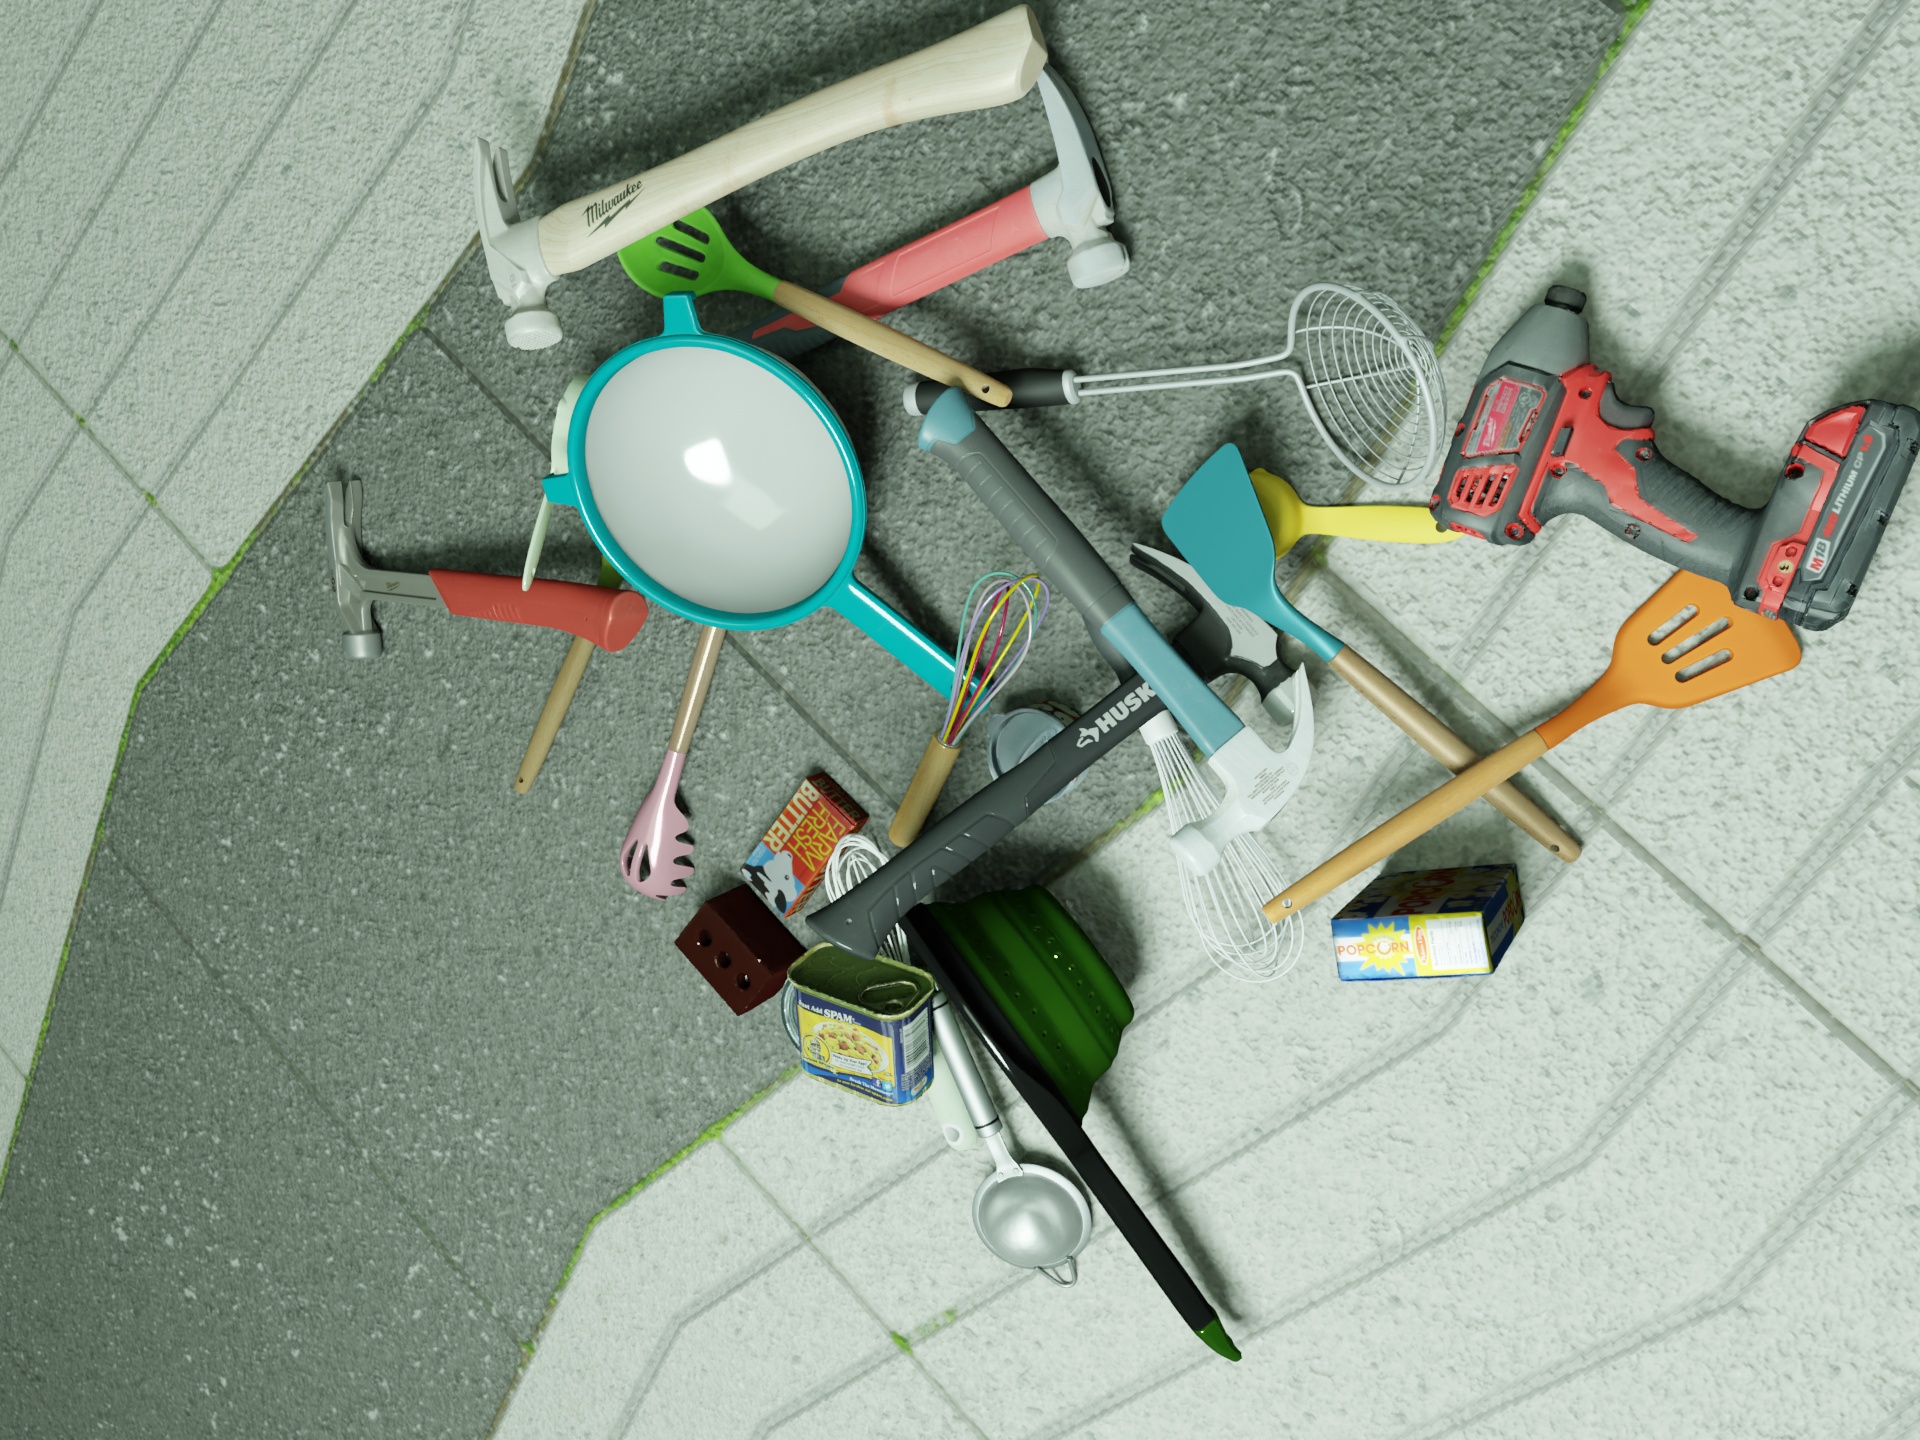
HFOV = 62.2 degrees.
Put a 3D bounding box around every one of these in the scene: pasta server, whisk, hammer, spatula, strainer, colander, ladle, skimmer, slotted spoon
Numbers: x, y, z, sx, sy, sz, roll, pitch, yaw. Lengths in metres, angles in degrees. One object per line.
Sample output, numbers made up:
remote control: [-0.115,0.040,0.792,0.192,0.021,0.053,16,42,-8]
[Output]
pasta server: [-0.202,-0.004,1.201,0.060,0.040,0.316,25,106,21]
whisk: [-0.003,-0.003,1.064,0.051,0.047,0.244,23,126,-5]
hammer: [-0.141,-0.375,1.029,0.410,0.038,0.146,-15,86,22]
spatula: [0.309,0.024,0.902,0.322,0.041,0.081,-34,82,7]
hammer: [0.085,-0.072,0.961,0.128,0.033,0.331,-38,78,-6]
hammer: [-0.376,-0.107,1.230,0.359,0.036,0.149,8,104,37]
whisk: [0.141,0.033,1.016,0.070,0.070,0.285,-28,82,29]
hammer: [0.046,0.030,0.974,0.335,0.035,0.146,-37,77,-6]
strainer: [-0.103,-0.134,1.091,0.340,0.095,0.211,39,125,-9]
colander: [0.094,0.242,1.048,0.094,0.204,0.397,-36,94,-5]
spatula: [0.247,-0.030,0.943,0.317,0.044,0.082,41,139,1]
ladle: [-0.281,-0.065,1.226,0.078,0.062,0.320,39,121,12]
whisk: [-0.038,0.196,1.143,0.058,0.059,0.246,-16,98,35]
hammer: [-0.079,-0.297,1.072,0.386,0.038,0.143,-17,90,29]
strainer: [0.021,0.294,1.119,0.087,0.050,0.258,-23,92,18]
skimmer: [0.113,-0.193,0.963,0.363,0.090,0.127,2,131,29]
slotted spoon: [-0.099,-0.272,1.050,0.314,0.031,0.070,29,107,20]

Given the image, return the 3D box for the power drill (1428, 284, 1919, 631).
power drill: [0.375,-0.141,0.844,0.220,0.078,0.143,23,99,26]

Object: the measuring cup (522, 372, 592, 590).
measuring cup: [-0.279,-0.169,1.156,0.038,0.083,0.168,14,79,1]

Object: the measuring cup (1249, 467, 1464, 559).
measuring cup: [0.222,-0.119,0.954,0.156,0.029,0.062,7,103,29]
